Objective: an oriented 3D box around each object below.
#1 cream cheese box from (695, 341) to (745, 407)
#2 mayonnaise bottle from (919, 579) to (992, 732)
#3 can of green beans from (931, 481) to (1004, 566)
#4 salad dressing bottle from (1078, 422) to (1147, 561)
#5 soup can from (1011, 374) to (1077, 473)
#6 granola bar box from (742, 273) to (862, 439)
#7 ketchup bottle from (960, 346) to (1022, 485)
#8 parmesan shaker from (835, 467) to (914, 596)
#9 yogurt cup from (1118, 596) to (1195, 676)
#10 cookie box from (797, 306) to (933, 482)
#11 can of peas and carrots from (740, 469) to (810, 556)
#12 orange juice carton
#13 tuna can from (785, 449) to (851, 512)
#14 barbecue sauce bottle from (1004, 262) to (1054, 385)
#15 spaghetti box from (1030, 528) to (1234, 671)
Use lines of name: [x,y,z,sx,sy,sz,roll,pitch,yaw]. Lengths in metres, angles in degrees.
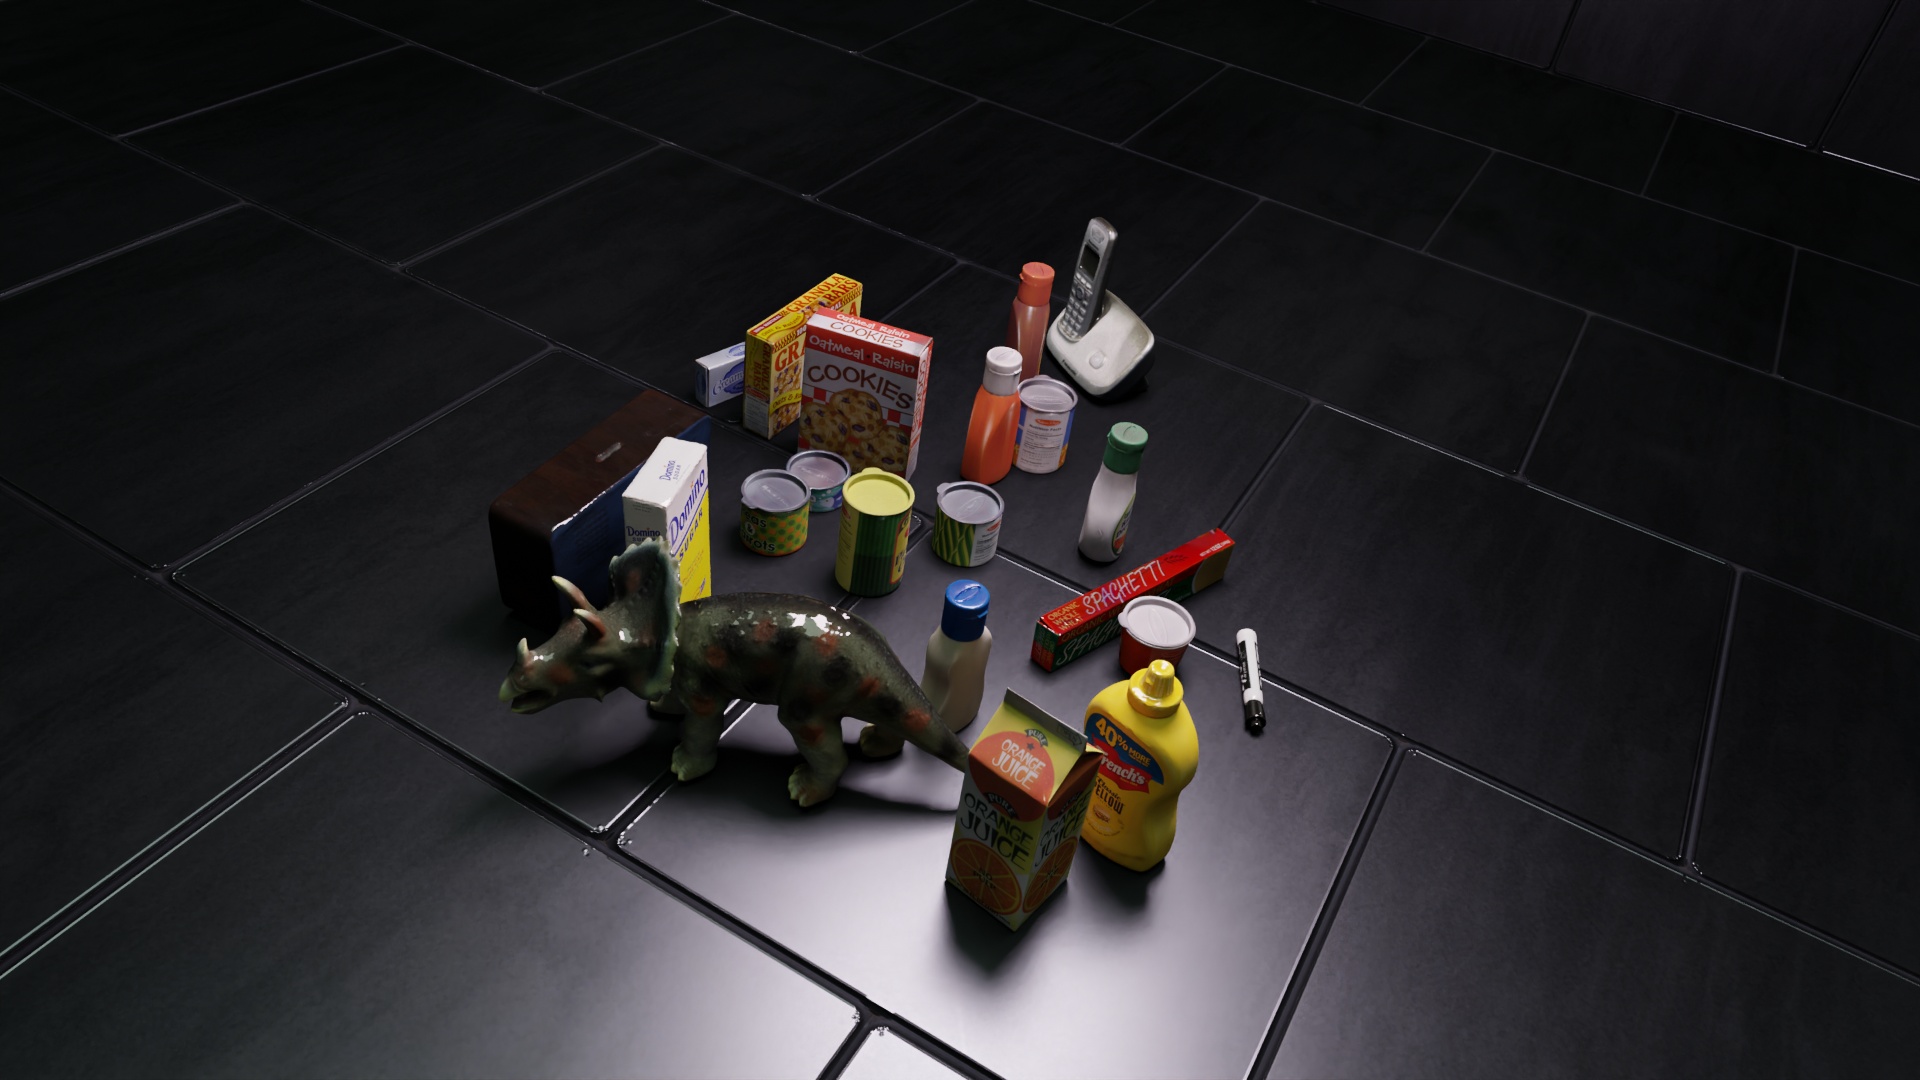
cream cheese box: [-0.246,-0.189,1.539,0.024,0.053,0.104,36,46,29]
mayonnaise bottle: [-0.003,0.098,1.165,0.041,0.147,0.065,36,46,29]
can of green beans: [0.007,-0.016,1.377,0.071,0.057,0.071,6,39,-5]
salad dressing bottle: [0.152,-0.047,1.374,0.044,0.146,0.064,21,40,14]
soup can: [0.087,-0.126,1.506,0.071,0.083,0.072,6,39,-5]
granola bar box: [-0.173,-0.202,1.514,0.039,0.123,0.166,25,42,18]
ketchup bottle: [0.036,-0.130,1.449,0.043,0.148,0.065,31,44,24]
parmesan shaker: [-0.082,-0.007,1.312,0.071,0.102,0.072,6,39,-5]
yogurt cup: [0.178,0.093,1.283,0.072,0.053,0.073,6,39,-5]
cookie box: [-0.100,-0.146,1.427,0.123,0.166,0.040,17,40,9]
can of peas and carrots: [-0.182,-0.026,1.349,0.071,0.058,0.071,6,39,-5]
orange juice carton: [0.048,0.192,1.026,0.072,0.191,0.073,32,44,25]
tuna can: [-0.147,-0.059,1.418,0.071,0.032,0.071,6,39,-5]
barbecue sauce bottle: [0.077,-0.247,1.600,0.044,0.147,0.065,0,40,-11]
spaghetti box: [0.168,0.054,1.330,0.251,0.049,0.029,-24,50,-34]
